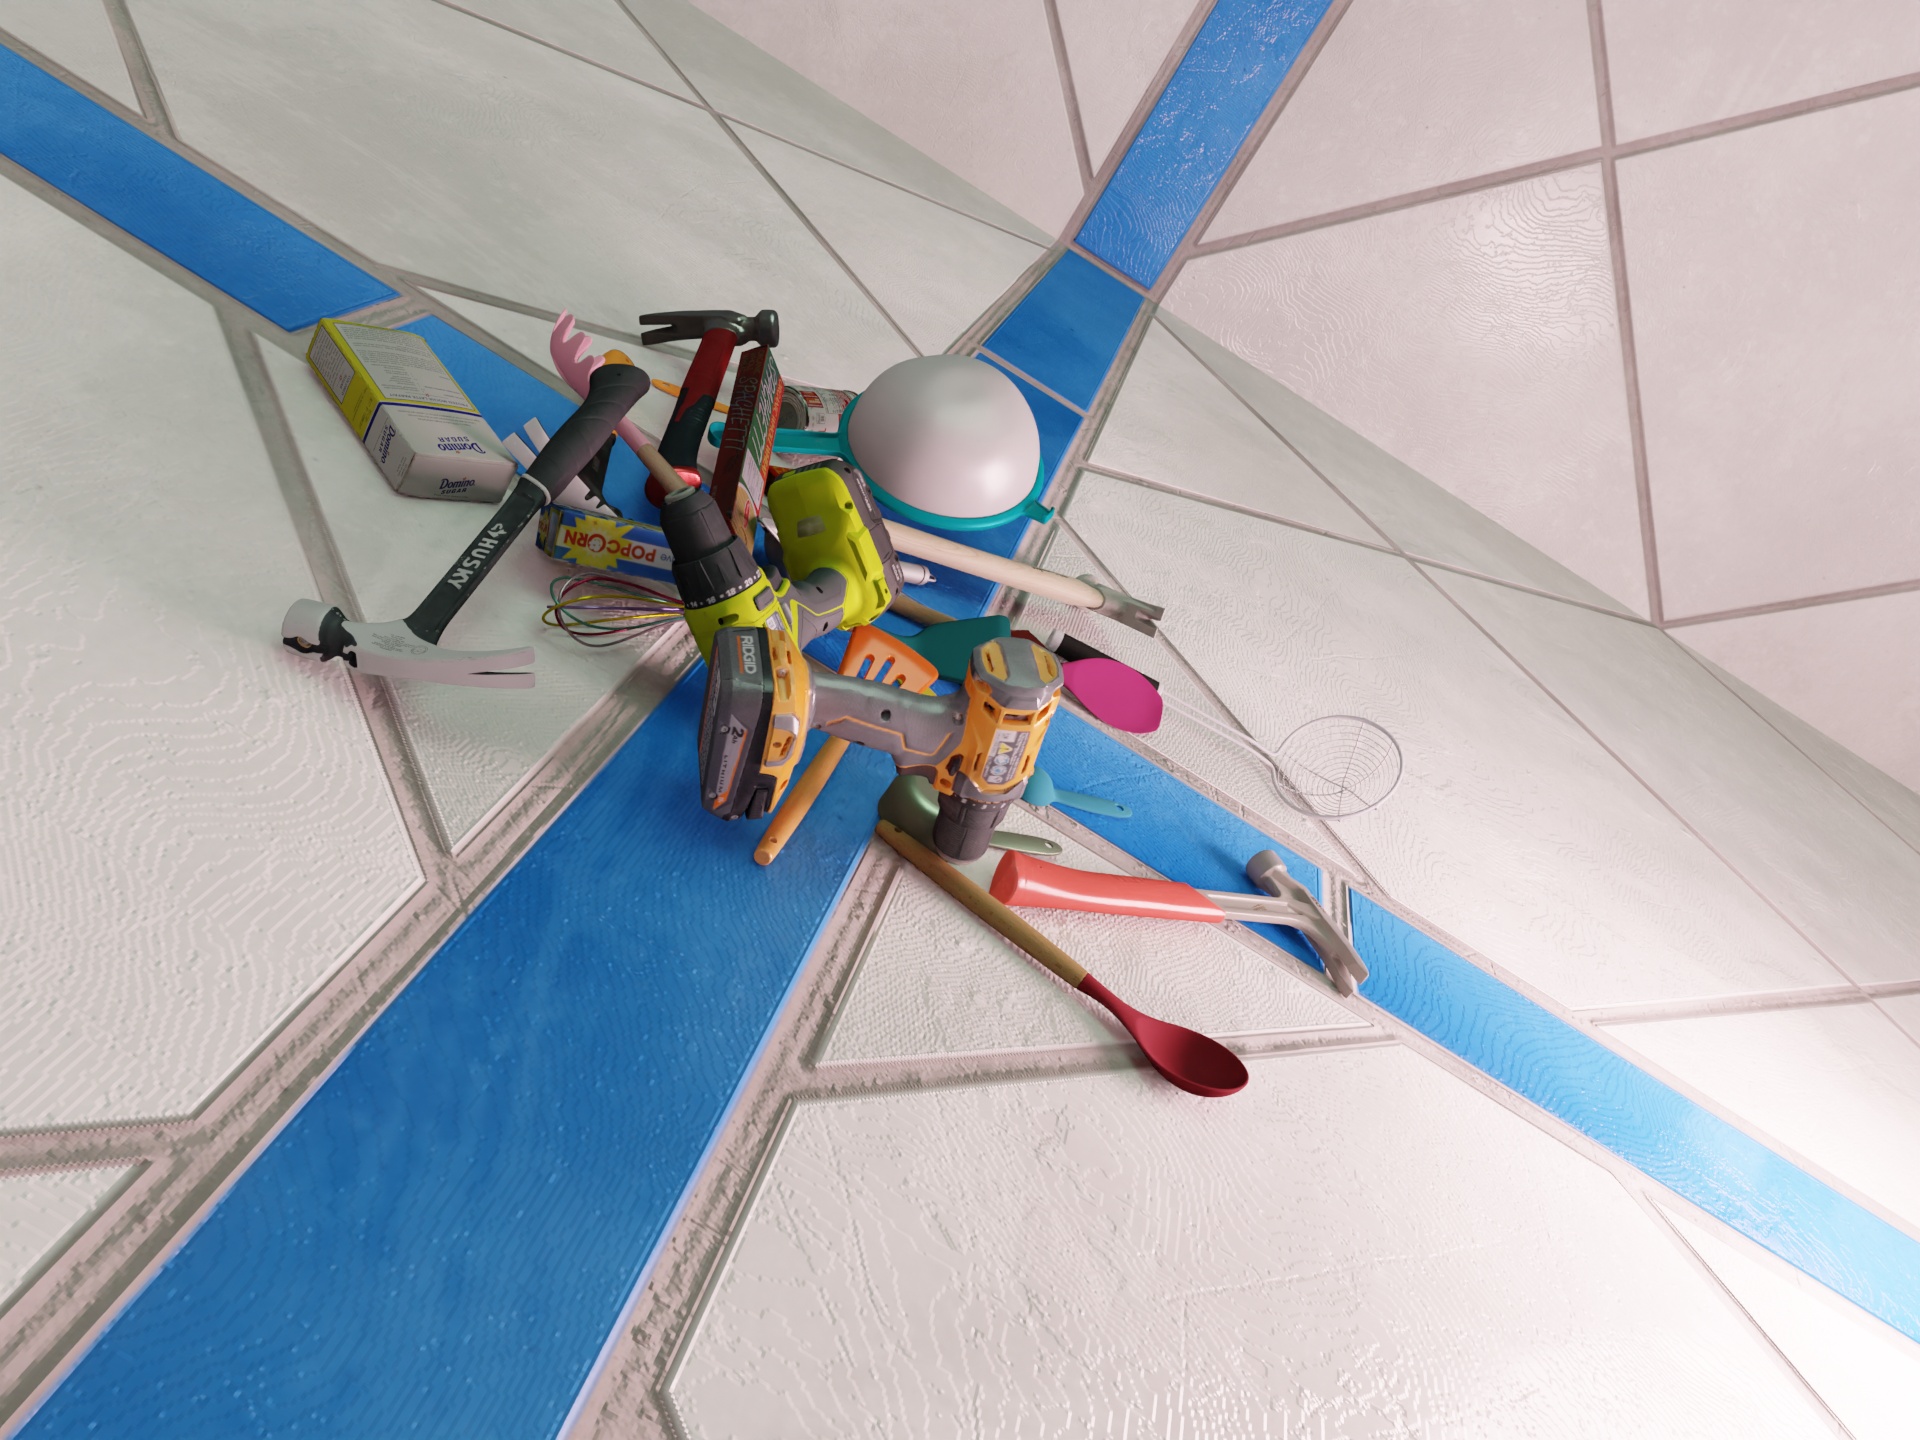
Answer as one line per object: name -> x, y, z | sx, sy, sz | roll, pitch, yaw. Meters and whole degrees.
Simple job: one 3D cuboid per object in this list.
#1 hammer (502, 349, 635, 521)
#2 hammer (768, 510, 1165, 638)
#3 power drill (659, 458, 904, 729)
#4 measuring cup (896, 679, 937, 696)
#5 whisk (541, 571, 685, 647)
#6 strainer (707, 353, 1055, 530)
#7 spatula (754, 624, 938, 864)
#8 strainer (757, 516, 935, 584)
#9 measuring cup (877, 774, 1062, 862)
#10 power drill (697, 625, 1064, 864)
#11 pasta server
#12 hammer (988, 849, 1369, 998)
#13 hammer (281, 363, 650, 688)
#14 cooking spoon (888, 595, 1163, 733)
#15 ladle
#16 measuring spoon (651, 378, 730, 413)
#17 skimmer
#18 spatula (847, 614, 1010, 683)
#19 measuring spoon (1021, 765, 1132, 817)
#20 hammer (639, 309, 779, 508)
hammer -> -0.316, -0.258, 1.372 | 0.127, 0.034, 0.337 | 49, 15, -28
hammer -> 0.009, -0.155, 1.537 | 0.410, 0.038, 0.146 | 14, 10, -31
power drill -> -0.135, -0.111, 1.194 | 0.190, 0.080, 0.229 | 68, 28, -20
measuring cup -> -0.002, -0.004, 1.319 | 0.062, 0.029, 0.157 | -23, 55, -38
whisk -> -0.223, -0.084, 1.213 | 0.051, 0.047, 0.245 | 44, 24, 23
strainer -> -0.068, -0.291, 1.527 | 0.340, 0.095, 0.211 | 0, 53, -20
spatula -> -0.092, 0.017, 1.184 | 0.081, 0.041, 0.323 | 33, 28, -3
strainer -> -0.102, -0.142, 1.440 | 0.087, 0.050, 0.258 | 41, 21, 31
measuring cup -> 0.017, 0.075, 1.208 | 0.167, 0.038, 0.083 | 13, 33, -31
power drill -> -0.059, 0.023, 1.064 | 0.226, 0.185, 0.084 | 3, 42, -16
pasta server -> -0.236, -0.206, 1.297 | 0.316, 0.040, 0.060 | 49, -2, 6
hammer -> 0.171, 0.149, 1.259 | 0.358, 0.036, 0.149 | 10, 35, -39
hammer -> -0.300, -0.152, 1.112 | 0.149, 0.036, 0.409 | 14, 39, 3
cooking spoon -> 0.053, -0.062, 1.491 | 0.318, 0.017, 0.069 | 22, 63, -18
ladle -> 0.065, 0.167, 1.123 | 0.315, 0.031, 0.069 | 36, 24, 10
measuring spoon -> -0.257, -0.326, 1.604 | 0.116, 0.011, 0.021 | 15, 32, -32
skimmer -> 0.258, -0.012, 1.563 | 0.363, 0.090, 0.127 | 27, 59, -7
spatula -> -0.109, -0.098, 1.341 | 0.317, 0.044, 0.082 | 19, 52, -18
measuring spoon -> 0.098, 0.060, 1.340 | 0.128, 0.021, 0.042 | 15, 32, -30
hammer -> -0.261, -0.300, 1.485 | 0.143, 0.038, 0.387 | -1, 35, 2
